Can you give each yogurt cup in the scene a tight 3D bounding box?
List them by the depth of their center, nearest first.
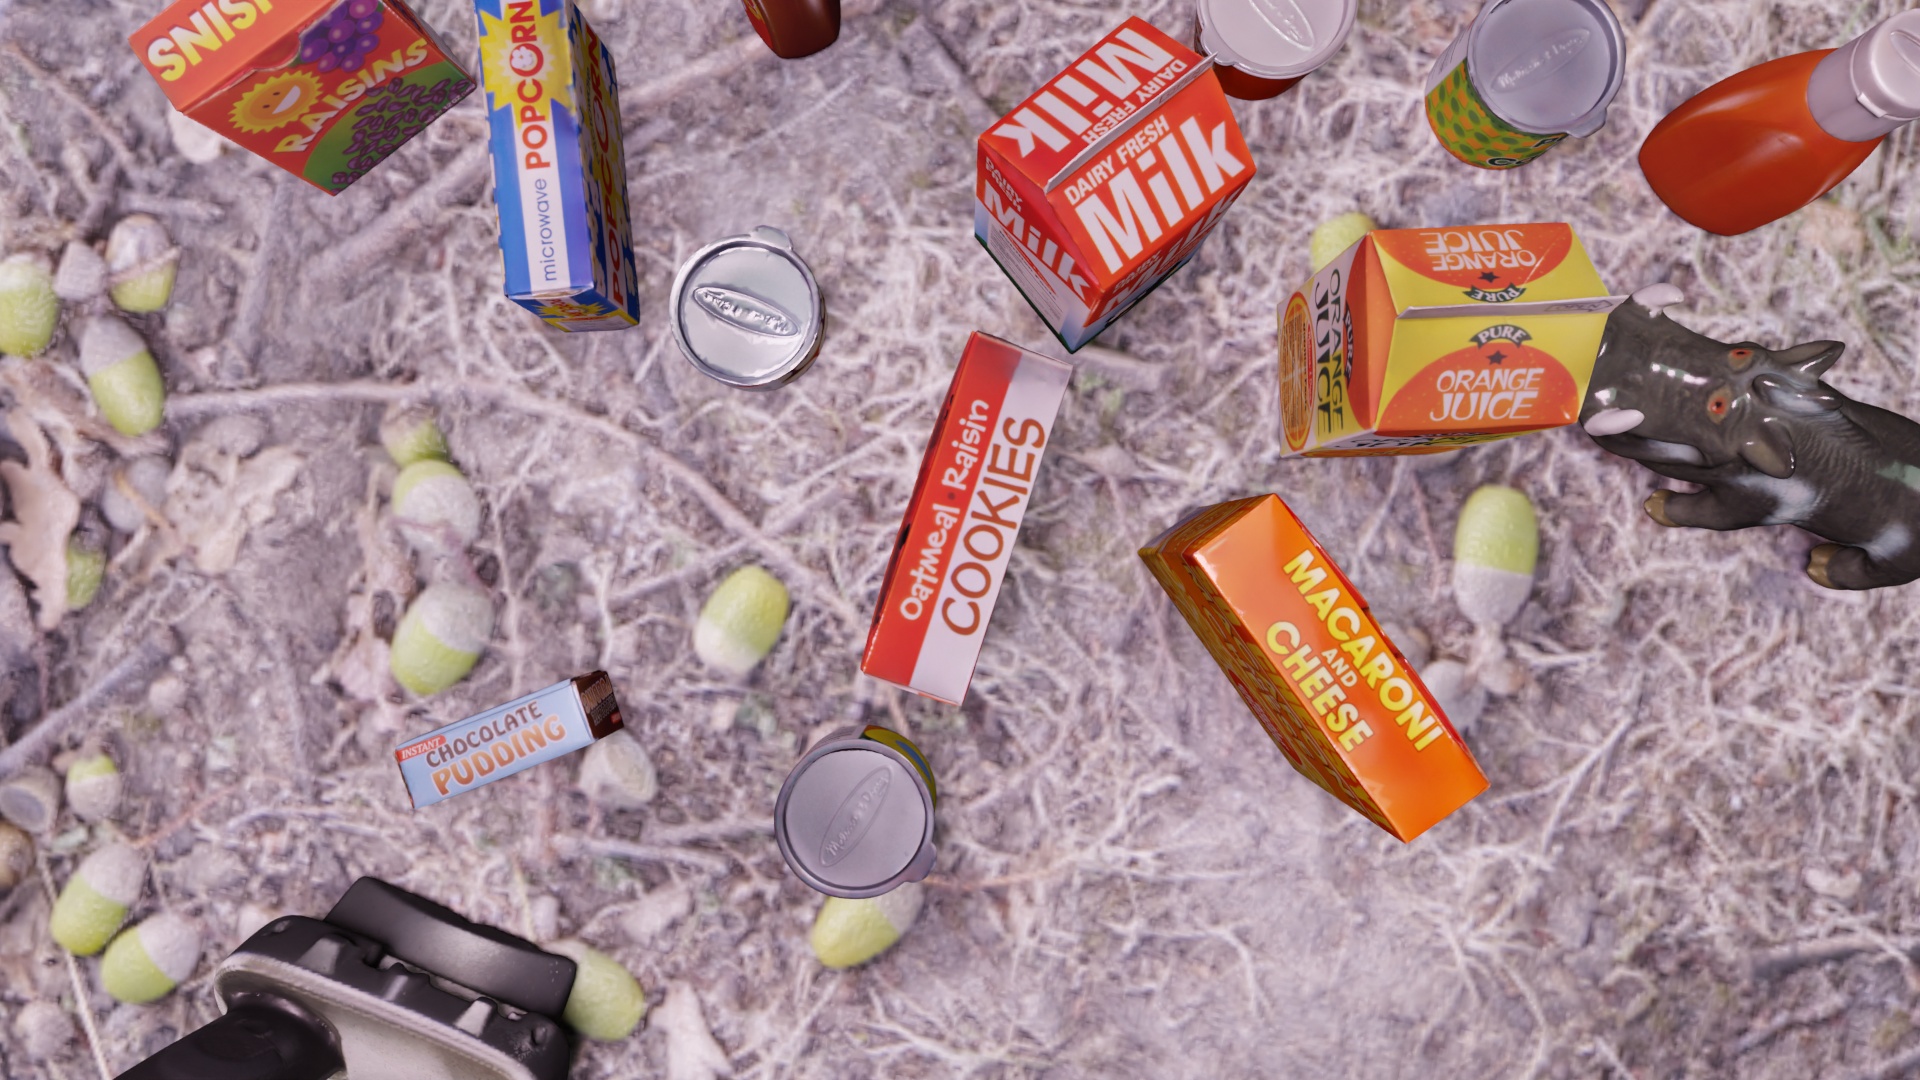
[{"bbox_3d":[0.133,-0.227,0.606,0.072,0.054,0.072,0,89,0],"label":"yogurt cup"}]

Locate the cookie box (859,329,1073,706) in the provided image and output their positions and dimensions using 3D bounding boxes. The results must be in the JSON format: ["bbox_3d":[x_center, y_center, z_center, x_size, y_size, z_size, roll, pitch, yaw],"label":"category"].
[{"bbox_3d":[0.002,-0.007,0.545,0.040,0.167,0.123,18,89,1],"label":"cookie box"}]

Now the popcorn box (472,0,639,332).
[{"bbox_3d":[-0.170,-0.158,0.591,0.038,0.085,0.126,-6,89,0],"label":"popcorn box"}]

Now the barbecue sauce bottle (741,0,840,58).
[{"bbox_3d":[-0.079,-0.250,0.561,0.044,0.148,0.065,-21,89,0],"label":"barbecue sauce bottle"}]

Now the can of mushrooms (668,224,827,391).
[{"bbox_3d":[-0.092,-0.102,0.615,0.071,0.033,0.071,0,89,0],"label":"can of mushrooms"}]

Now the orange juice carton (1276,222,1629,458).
[{"bbox_3d":[0.177,-0.074,0.533,0.072,0.192,0.073,-2,89,1],"label":"orange juice carton"}]

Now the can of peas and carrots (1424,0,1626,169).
[{"bbox_3d":[0.244,-0.198,0.602,0.071,0.059,0.071,0,89,0],"label":"can of peas and carrots"}]

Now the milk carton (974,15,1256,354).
[{"bbox_3d":[0.055,-0.134,0.536,0.072,0.190,0.073,-39,89,0],"label":"milk carton"}]

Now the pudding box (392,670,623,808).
[{"bbox_3d":[-0.195,0.085,0.603,0.084,0.049,0.030,-21,89,0],"label":"pudding box"}]

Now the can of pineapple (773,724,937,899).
[{"bbox_3d":[-0.042,0.116,0.598,0.071,0.058,0.071,0,89,0],"label":"can of pineapple"}]

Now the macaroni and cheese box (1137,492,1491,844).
[{"bbox_3d":[0.129,0.042,0.544,0.040,0.166,0.123,-36,89,0],"label":"macaroni and cheese box"}]

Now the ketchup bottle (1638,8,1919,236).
[{"bbox_3d":[0.335,-0.166,0.556,0.065,0.149,0.043,41,90,1],"label":"ketchup bottle"}]

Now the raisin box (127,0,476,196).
[{"bbox_3d":[-0.265,-0.196,0.573,0.086,0.123,0.040,-37,89,0],"label":"raisin box"}]
